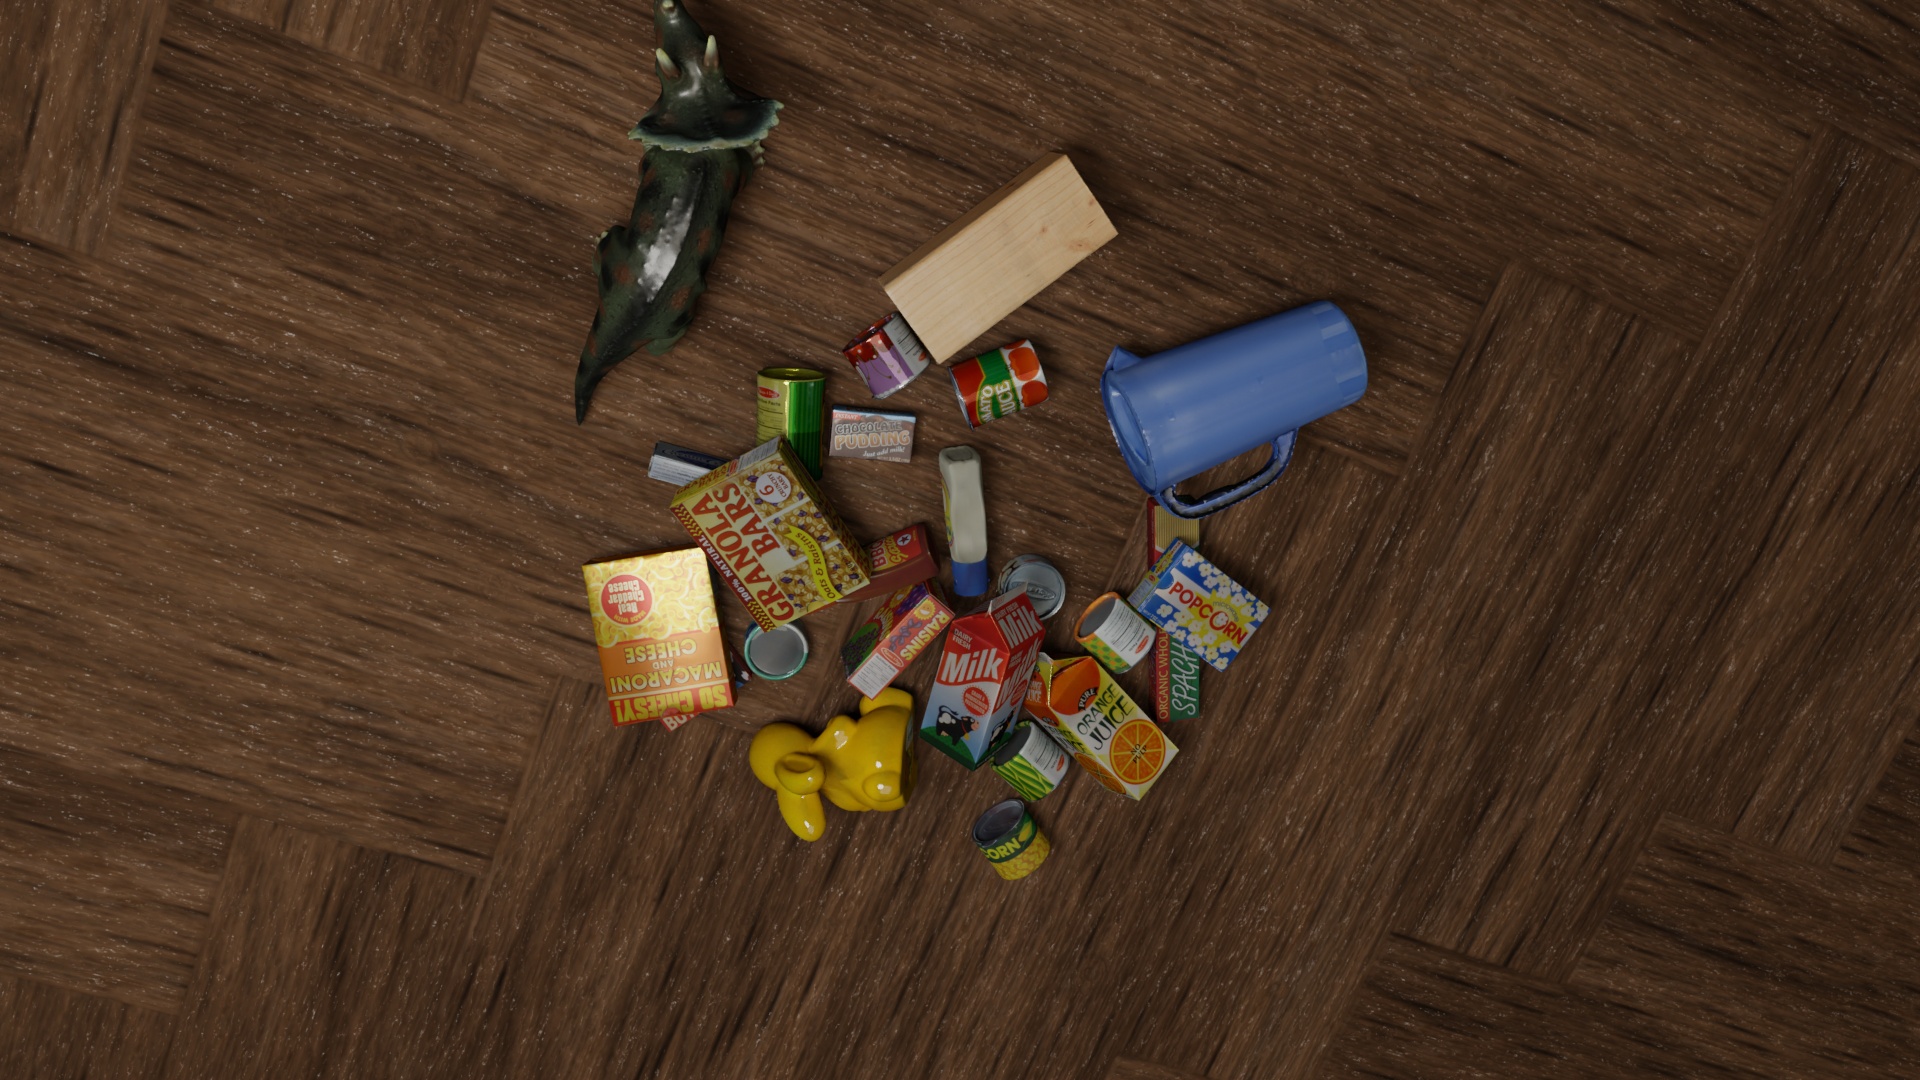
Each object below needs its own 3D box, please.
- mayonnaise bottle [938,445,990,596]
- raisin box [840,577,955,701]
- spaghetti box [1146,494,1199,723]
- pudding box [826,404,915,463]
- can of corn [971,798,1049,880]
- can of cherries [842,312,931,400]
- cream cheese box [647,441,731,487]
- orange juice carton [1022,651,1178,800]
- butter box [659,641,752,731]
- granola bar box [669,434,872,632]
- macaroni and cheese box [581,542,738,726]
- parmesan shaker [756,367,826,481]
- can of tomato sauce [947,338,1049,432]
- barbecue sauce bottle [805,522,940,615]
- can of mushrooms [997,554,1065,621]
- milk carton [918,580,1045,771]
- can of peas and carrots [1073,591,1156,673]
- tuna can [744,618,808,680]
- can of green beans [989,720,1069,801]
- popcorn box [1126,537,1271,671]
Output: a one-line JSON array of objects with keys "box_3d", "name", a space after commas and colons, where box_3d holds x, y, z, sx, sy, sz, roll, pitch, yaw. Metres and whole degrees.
[{"box_3d": [0.005, -0.018, 1.399, 0.041, 0.065, 0.147, -8, 111, -8], "name": "mayonnaise bottle"}, {"box_3d": [-0.065, 0.093, 1.408, 0.040, 0.086, 0.123, 42, 97, -18], "name": "raisin box"}, {"box_3d": [0.226, 0.076, 1.474, 0.050, 0.029, 0.249, -5, 107, -7], "name": "spaghetti box"}, {"box_3d": [-0.088, -0.106, 1.375, 0.084, 0.030, 0.049, 5, 105, -10], "name": "pudding box"}, {"box_3d": [0.054, 0.325, 1.502, 0.071, 0.071, 0.058, -33, 109, 3], "name": "can of corn"}, {"box_3d": [-0.073, -0.177, 1.338, 0.071, 0.071, 0.058, -35, 108, 3], "name": "can of cherries"}, {"box_3d": [-0.250, -0.066, 1.352, 0.104, 0.053, 0.024, 16, 106, -12], "name": "cream cheese box"}, {"box_3d": [0.132, 0.181, 1.459, 0.192, 0.072, 0.073, 47, 72, -17], "name": "orange juice carton"}, {"box_3d": [-0.271, 0.147, 1.428, 0.103, 0.024, 0.053, -33, 107, 2], "name": "butter box"}, {"box_3d": [-0.179, -0.003, 1.332, 0.124, 0.039, 0.165, -26, 116, 15], "name": "granola bar box"}, {"box_3d": [-0.298, 0.093, 1.382, 0.124, 0.040, 0.166, -9, 98, 0], "name": "macaroni and cheese box"}, {"box_3d": [-0.166, -0.112, 1.347, 0.071, 0.071, 0.102, 1, 107, -8], "name": "parmesan shaker"}, {"box_3d": [0.038, -0.152, 1.359, 0.083, 0.071, 0.071, -21, 108, -2], "name": "can of tomato sauce"}, {"box_3d": [-0.096, 0.033, 1.401, 0.148, 0.065, 0.043, -22, 126, 8], "name": "barbecue sauce bottle"}, {"box_3d": [0.072, 0.051, 1.443, 0.071, 0.033, 0.070, -2, 107, -8], "name": "can of mushrooms"}, {"box_3d": [0.026, 0.130, 1.404, 0.073, 0.072, 0.189, 29, 120, 23], "name": "milk carton"}, {"box_3d": [0.160, 0.096, 1.453, 0.058, 0.071, 0.071, 41, 97, -16], "name": "can of peas and carrots"}, {"box_3d": [-0.191, 0.109, 1.423, 0.071, 0.033, 0.071, -2, 106, -8], "name": "tuna can"}, {"box_3d": [0.073, 0.235, 1.480, 0.071, 0.071, 0.057, -44, 107, 6], "name": "can of green beans"}, {"box_3d": [0.247, 0.067, 1.437, 0.126, 0.038, 0.085, 35, 96, -20], "name": "popcorn box"}]
